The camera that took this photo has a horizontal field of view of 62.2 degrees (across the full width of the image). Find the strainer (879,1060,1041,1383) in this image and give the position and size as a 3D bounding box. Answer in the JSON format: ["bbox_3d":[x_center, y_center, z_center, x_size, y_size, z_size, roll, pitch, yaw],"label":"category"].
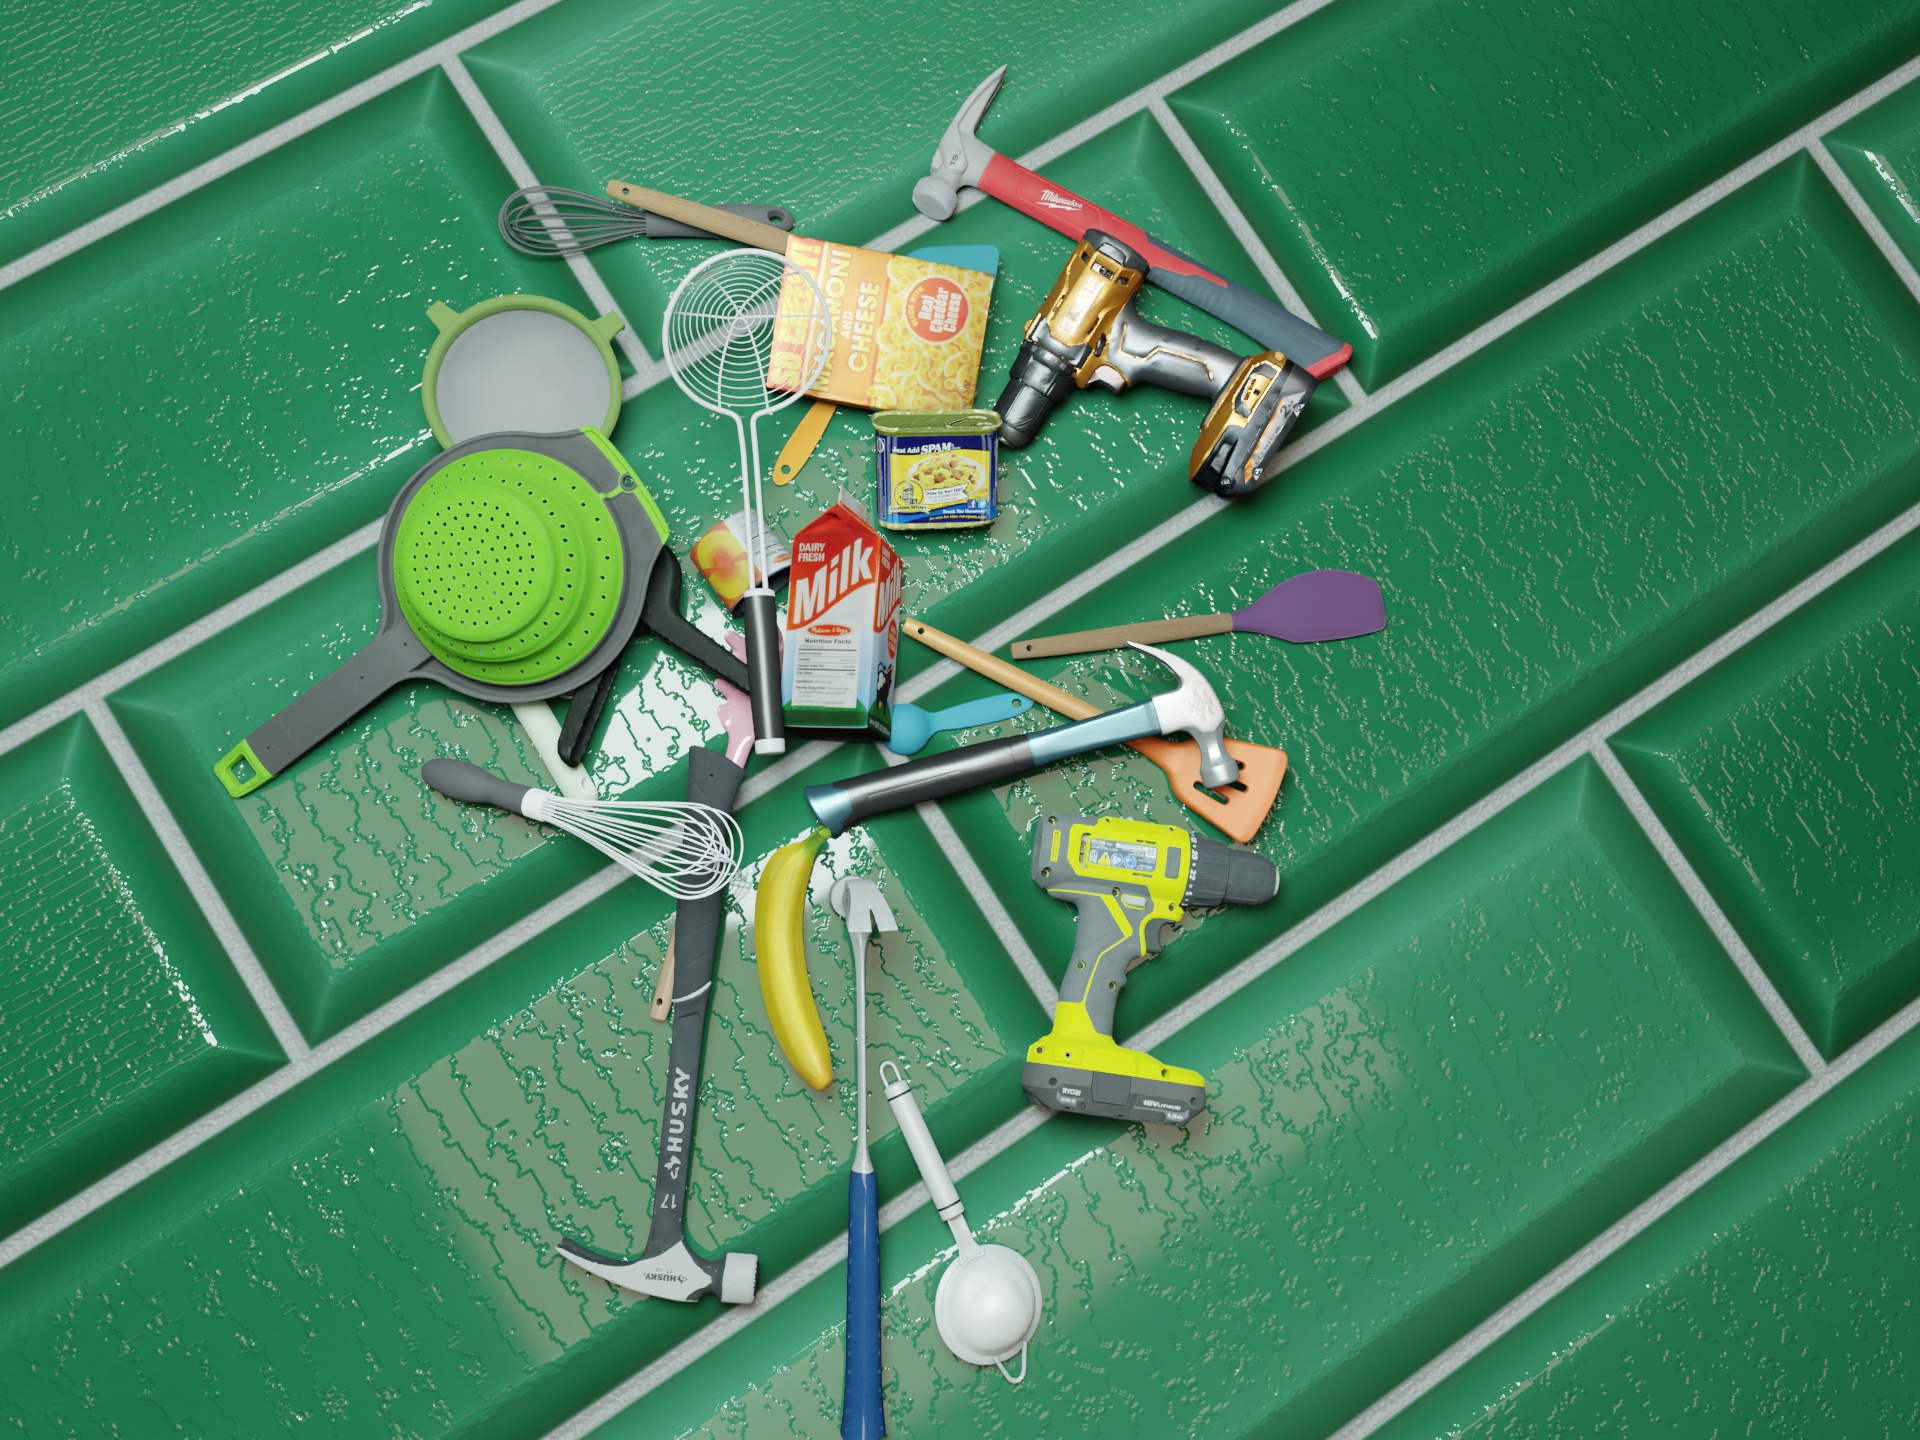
[{"bbox_3d":[-0.004,0.378,1.200,0.087,0.050,0.258,-22,80,-24],"label":"strainer"}]

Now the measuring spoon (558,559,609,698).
[{"bbox_3d":[-0.292,-0.073,1.262,0.034,0.018,0.124,18,73,0],"label":"measuring spoon"}]

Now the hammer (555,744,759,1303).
[{"bbox_3d":[-0.208,0.223,1.190,0.149,0.036,0.409,5,86,-3],"label":"hammer"}]

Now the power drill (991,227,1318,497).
[{"bbox_3d":[0.149,-0.263,1.290,0.226,0.084,0.185,32,97,1],"label":"power drill"}]

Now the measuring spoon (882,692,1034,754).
[{"bbox_3d":[-0.002,-0.004,1.269,0.128,0.021,0.042,-13,82,-7],"label":"measuring spoon"}]

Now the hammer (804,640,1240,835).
[{"bbox_3d":[0.042,0.028,1.240,0.331,0.033,0.128,-15,89,1],"label":"hammer"}]

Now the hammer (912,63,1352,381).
[{"bbox_3d":[0.161,-0.406,1.342,0.386,0.038,0.143,28,78,0],"label":"hammer"}]

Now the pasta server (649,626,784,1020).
[{"bbox_3d":[-0.192,0.076,1.232,0.060,0.040,0.316,13,81,16],"label":"pasta server"}]

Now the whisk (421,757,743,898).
[{"bbox_3d":[-0.287,0.072,1.178,0.285,0.070,0.070,14,79,21],"label":"whisk"}]

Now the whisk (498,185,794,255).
[{"bbox_3d":[-0.256,-0.411,1.304,0.239,0.055,0.055,-3,81,-10],"label":"whisk"}]

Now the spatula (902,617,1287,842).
[{"bbox_3d":[0.101,-0.006,1.266,0.322,0.041,0.081,26,87,-2],"label":"spatula"}]

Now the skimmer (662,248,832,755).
[{"bbox_3d":[-0.149,-0.159,1.176,0.127,0.090,0.363,-3,83,-18],"label":"skimmer"}]

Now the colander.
[{"bbox_3d":[-0.404,-0.065,1.166,0.397,0.094,0.204,-36,91,5],"label":"colander"}]

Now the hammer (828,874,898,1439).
[{"bbox_3d":[-0.072,0.321,1.169,0.035,0.144,0.405,0,87,-11],"label":"hammer"}]

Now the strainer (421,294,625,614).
[{"bbox_3d":[-0.342,-0.201,1.251,0.151,0.069,0.256,1,86,-6],"label":"strainer"}]

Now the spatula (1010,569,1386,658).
[{"bbox_3d":[0.196,-0.080,1.301,0.316,0.018,0.060,-9,81,-8],"label":"spatula"}]

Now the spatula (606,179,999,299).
[{"bbox_3d":[-0.129,-0.388,1.293,0.317,0.044,0.082,13,94,-14],"label":"spatula"}]

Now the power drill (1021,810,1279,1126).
[{"bbox_3d":[0.142,0.191,1.225,0.190,0.080,0.229,9,78,-3],"label":"power drill"}]

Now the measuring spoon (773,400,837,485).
[{"bbox_3d":[-0.121,-0.242,1.305,0.021,0.011,0.117,32,83,-7],"label":"measuring spoon"}]

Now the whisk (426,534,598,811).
[{"bbox_3d":[-0.350,-0.036,1.236,0.059,0.058,0.246,-32,87,25],"label":"whisk"}]
